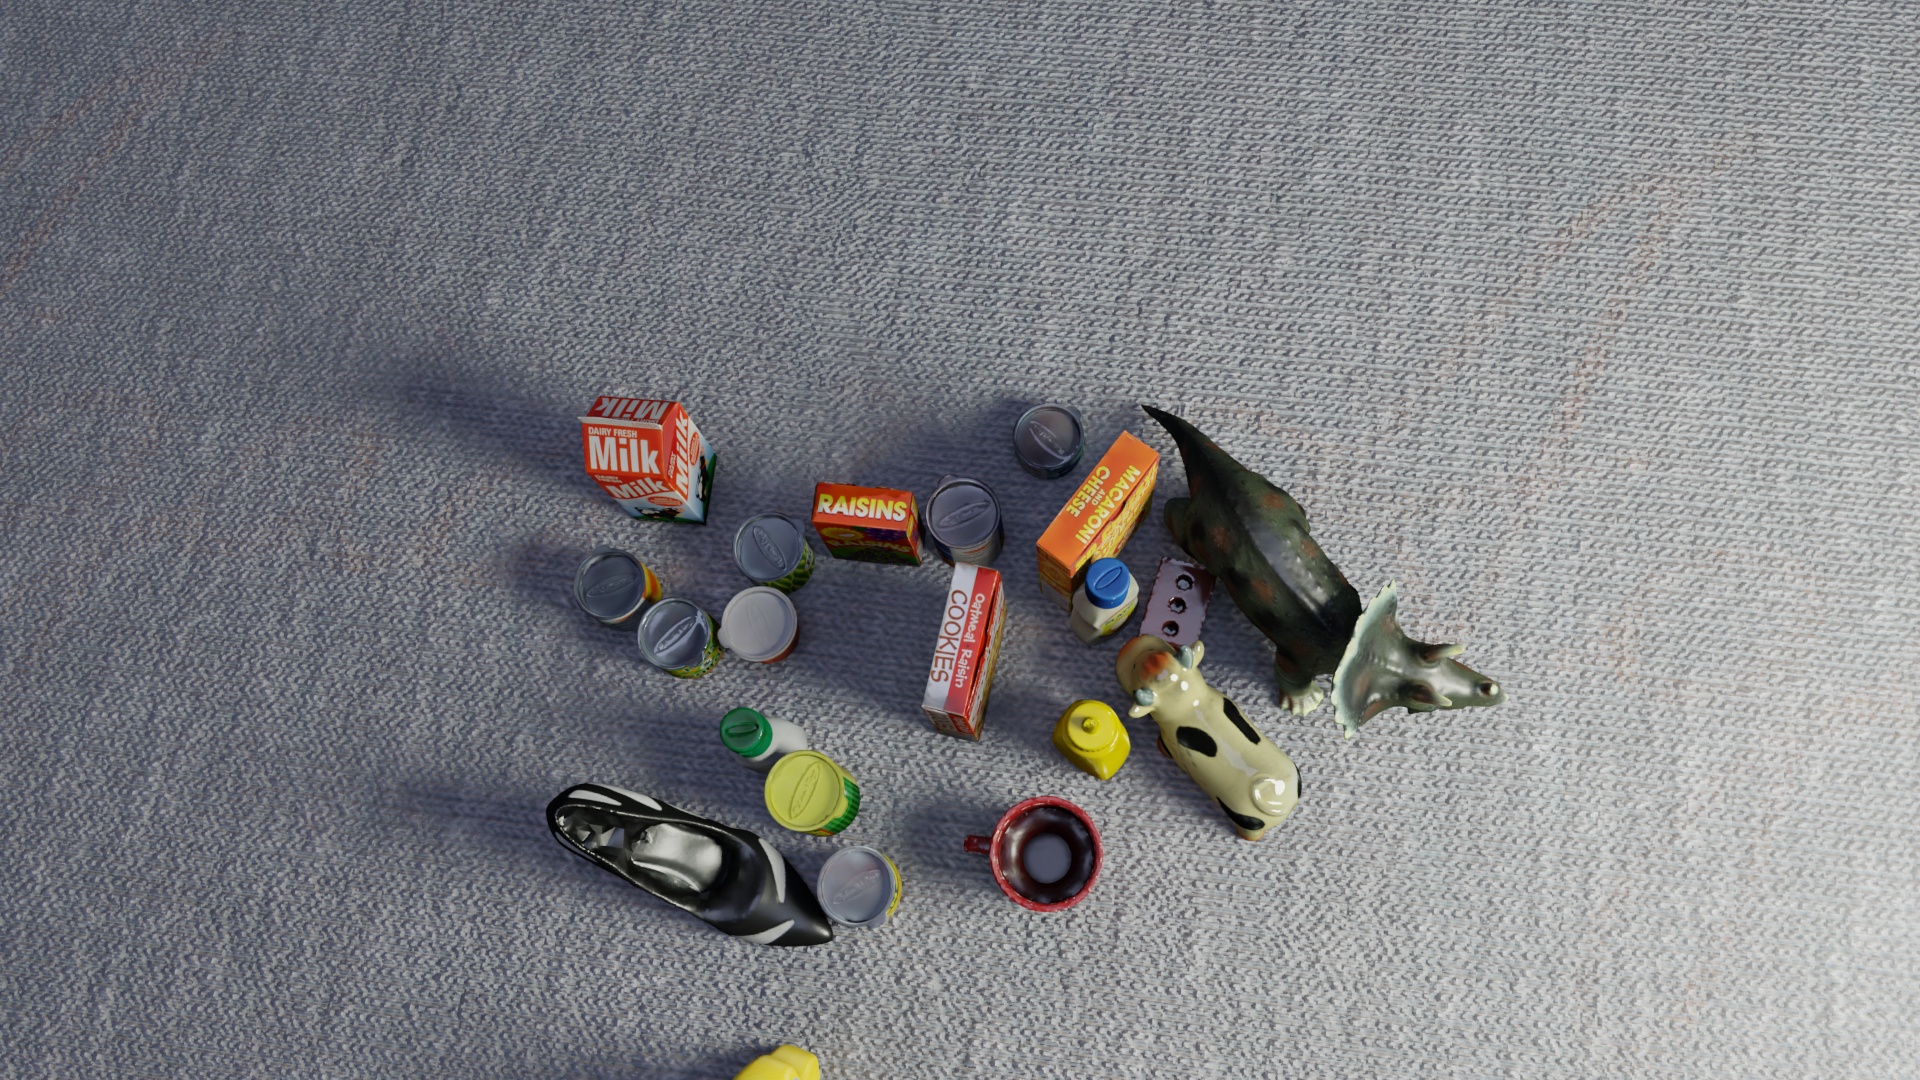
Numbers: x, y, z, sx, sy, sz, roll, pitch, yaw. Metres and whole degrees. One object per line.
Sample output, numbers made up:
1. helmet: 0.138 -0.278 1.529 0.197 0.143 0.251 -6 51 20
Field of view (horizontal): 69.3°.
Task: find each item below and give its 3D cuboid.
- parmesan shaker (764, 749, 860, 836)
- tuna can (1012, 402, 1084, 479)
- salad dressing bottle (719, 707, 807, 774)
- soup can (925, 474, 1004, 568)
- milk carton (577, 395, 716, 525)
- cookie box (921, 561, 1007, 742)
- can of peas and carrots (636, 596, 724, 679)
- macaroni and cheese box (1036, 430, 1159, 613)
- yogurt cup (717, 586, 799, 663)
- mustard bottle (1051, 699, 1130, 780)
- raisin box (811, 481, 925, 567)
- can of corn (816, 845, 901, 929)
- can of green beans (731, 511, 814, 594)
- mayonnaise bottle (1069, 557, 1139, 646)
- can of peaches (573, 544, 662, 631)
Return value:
1. parmesan shaker: -0.122 0.219 1.186 0.071 0.103 0.071 -1 74 4
2. tuna can: 0.084 -0.094 1.297 0.071 0.032 0.071 -1 74 4
3. salad dressing bottle: -0.169 0.170 1.180 0.064 0.147 0.044 -8 74 2
4. soup can: 0.004 -0.016 1.254 0.071 0.083 0.071 -1 74 4
5. milk carton: -0.277 -0.075 1.236 0.072 0.190 0.073 4 75 6
6. cookie box: 0.007 0.099 1.177 0.040 0.167 0.123 11 76 7
7. can of peas and carrots: -0.250 0.091 1.255 0.071 0.058 0.071 -1 74 4
8. macaroni and cheese box: 0.119 -0.012 1.201 0.040 0.166 0.124 36 80 13
9. yogurt cup: -0.177 0.080 1.255 0.072 0.054 0.072 -1 74 4
10. mustard bottle: 0.109 0.162 1.155 0.065 0.160 0.049 35 80 13
11. raisin box: -0.079 -0.013 1.239 0.086 0.123 0.040 6 75 6
12. can of corn: -0.084 0.298 1.184 0.071 0.058 0.071 -1 74 4
13. can of green beans: -0.170 0.013 1.272 0.071 0.057 0.071 -1 74 4
14. mayonnaise bottle: 0.125 0.050 1.192 0.065 0.147 0.041 -38 75 -6
15. can of peaches: -0.313 0.044 1.274 0.071 0.058 0.071 -1 74 4
